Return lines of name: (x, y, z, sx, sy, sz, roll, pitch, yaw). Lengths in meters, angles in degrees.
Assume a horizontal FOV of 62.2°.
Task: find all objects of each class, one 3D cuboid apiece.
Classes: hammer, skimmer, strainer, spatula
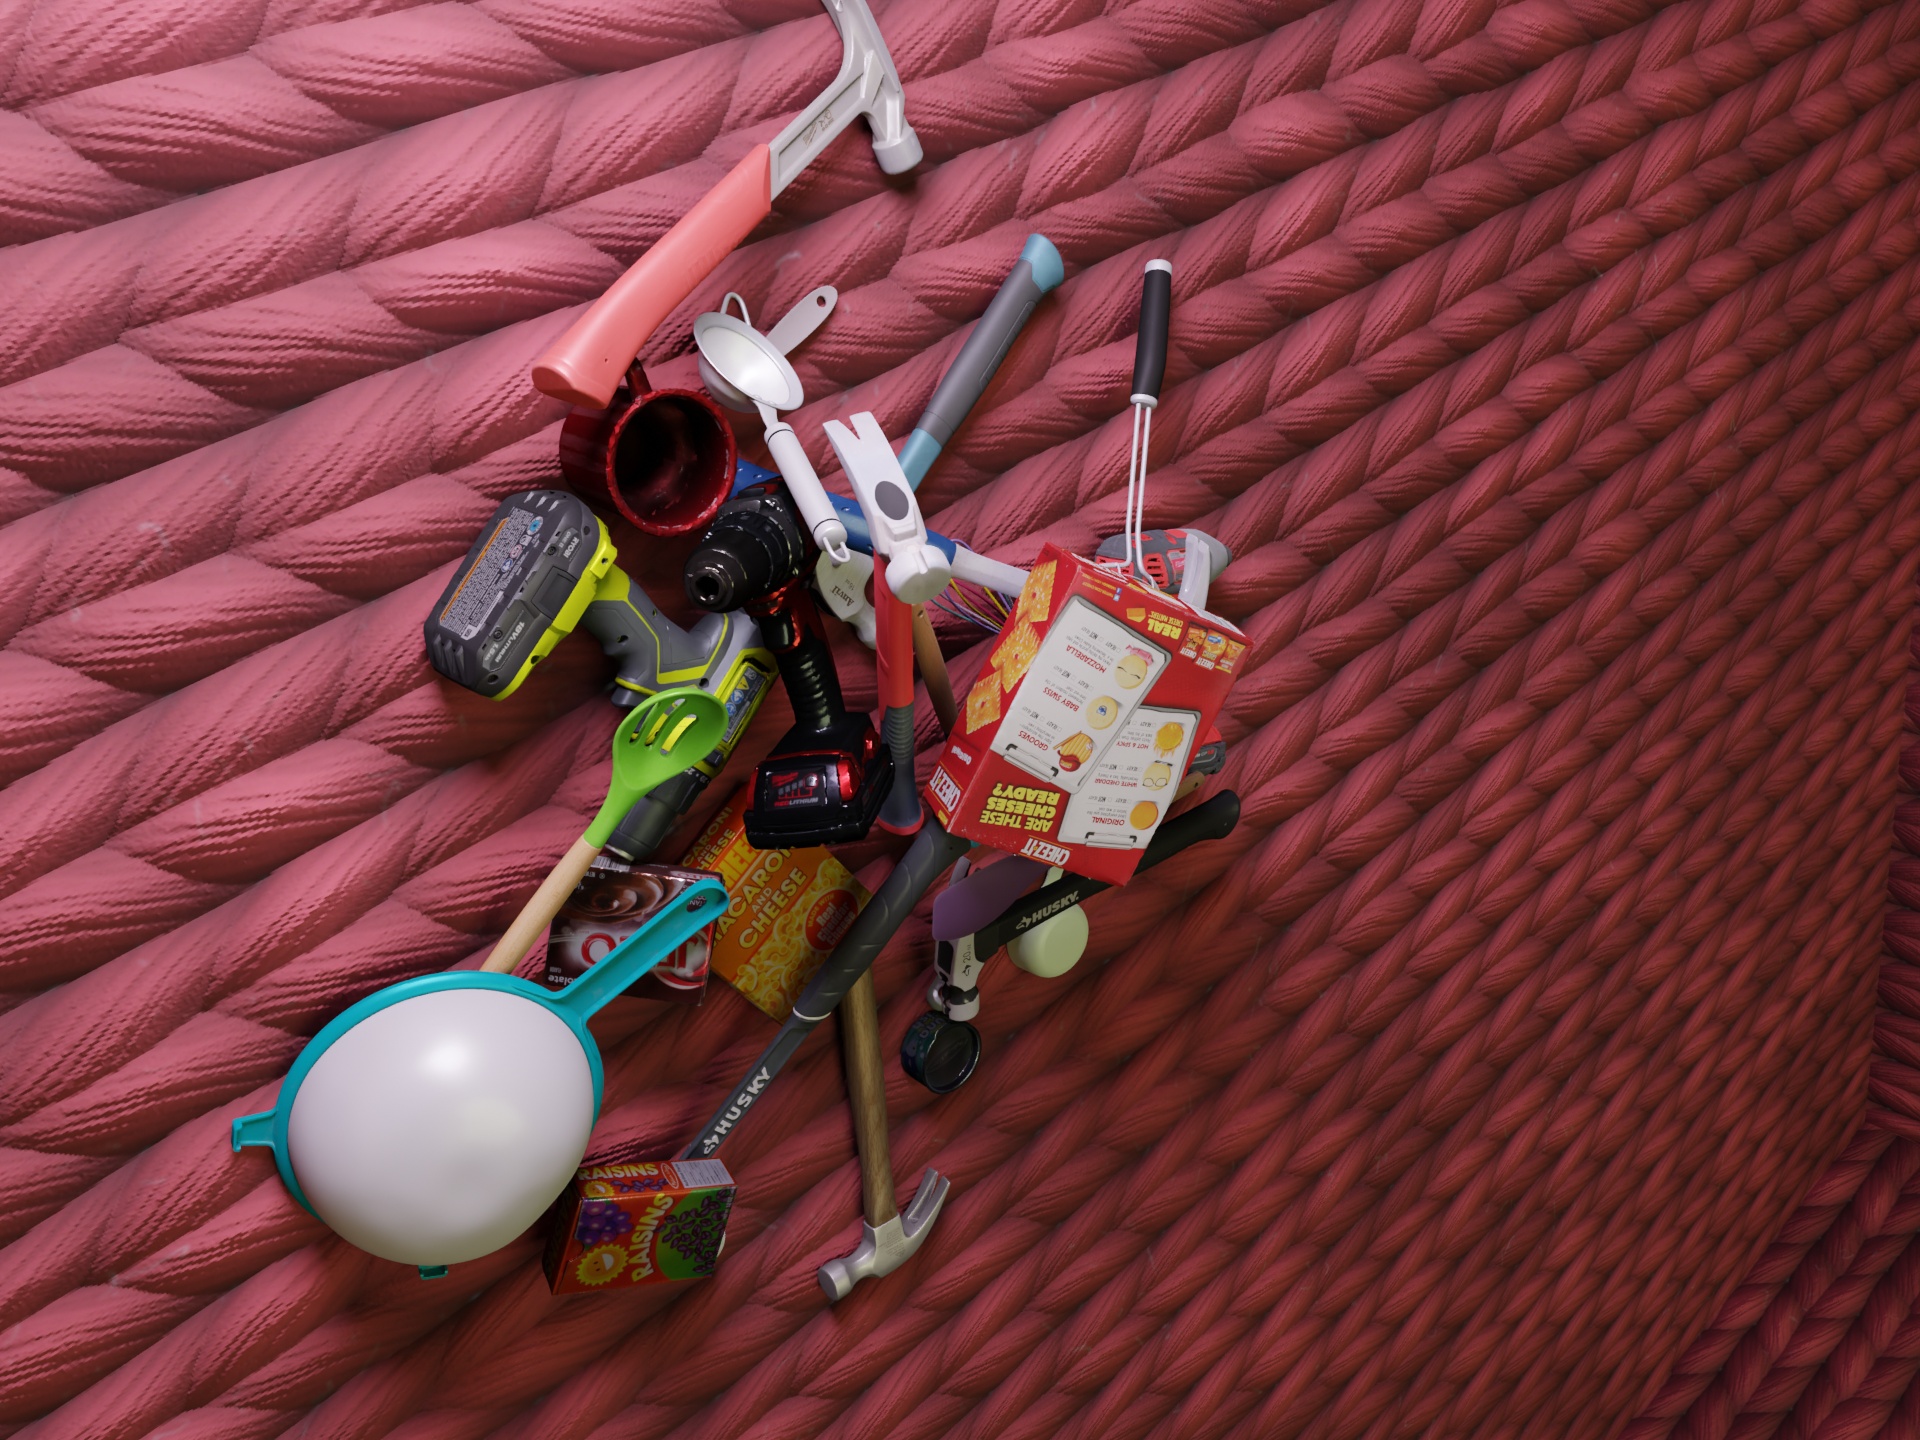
hammer: (-0.016, -0.222, 1.197, 0.128, 0.033, 0.331, 40, 77, -43)
skimmer: (0.123, -0.196, 1.296, 0.127, 0.090, 0.363, 15, 76, -36)
strainer: (-0.118, -0.182, 1.003, 0.086, 0.259, 0.050, 16, 124, -42)
strainer: (-0.276, 0.234, 1.026, 0.340, 0.095, 0.210, -39, 124, -4)
hammer: (-0.051, -0.041, 1.123, 0.038, 0.143, 0.386, -18, 149, -12)
hammer: (0.118, 0.131, 1.376, 0.335, 0.035, 0.146, -23, 129, -31)
hammer: (-0.075, 0.327, 1.340, 0.130, 0.031, 0.331, -21, 118, -35)
spatula: (0.094, 0.103, 1.302, 0.316, 0.018, 0.059, -25, 130, -36)
hammer: (-0.147, -0.326, 0.991, 0.359, 0.037, 0.149, -55, 134, -30)
spatula: (-0.002, -0.004, 1.238, 0.082, 0.044, 0.317, -46, 153, -16)
hammer: (0.003, -0.119, 1.150, 0.405, 0.035, 0.144, 17, 105, -24)
hammer: (-0.128, 0.232, 1.203, 0.149, 0.036, 0.409, 36, 93, -40)

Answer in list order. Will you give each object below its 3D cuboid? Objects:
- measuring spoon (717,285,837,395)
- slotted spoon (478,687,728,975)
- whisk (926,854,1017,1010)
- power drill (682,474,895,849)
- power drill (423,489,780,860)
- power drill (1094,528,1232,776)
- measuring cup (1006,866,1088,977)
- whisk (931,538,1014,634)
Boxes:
measuring spoon: (-0.127, -0.260, 1.099, 0.034, 0.018, 0.124, 49, 64, -19)
slotted spoon: (-0.256, 0.097, 1.037, 0.070, 0.031, 0.313, 26, 107, -45)
whisk: (0.044, 0.144, 1.373, 0.058, 0.059, 0.246, 34, 85, -4)
power drill: (-0.112, -0.033, 1.005, 0.188, 0.080, 0.226, -64, 146, -67)
power drill: (-0.231, -0.026, 1.046, 0.228, 0.080, 0.190, 39, 77, -45)
power drill: (0.181, -0.060, 1.402, 0.143, 0.079, 0.219, -11, 109, -38)
measuring cup: (0.094, 0.151, 1.421, 0.083, 0.038, 0.167, 9, 101, -43)
whisk: (0.042, -0.069, 1.286, 0.051, 0.047, 0.244, -48, 140, 1)
